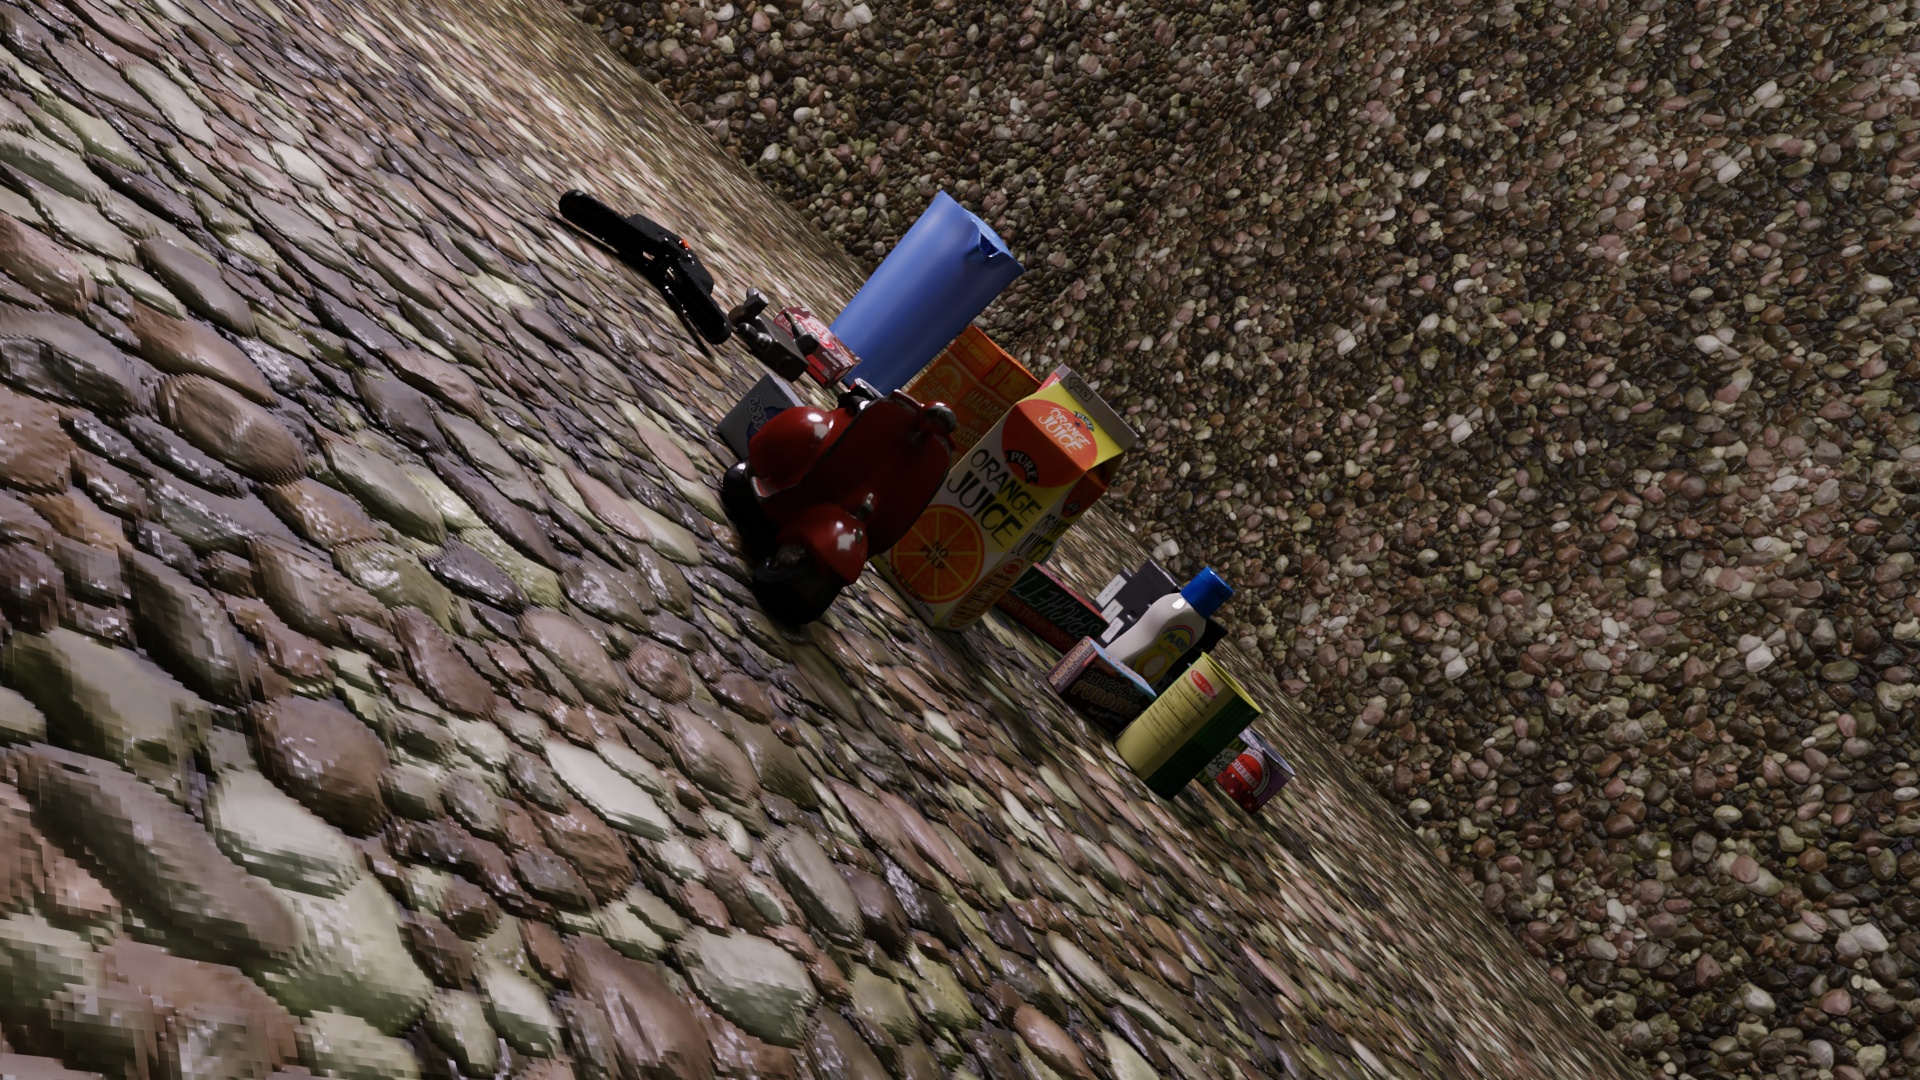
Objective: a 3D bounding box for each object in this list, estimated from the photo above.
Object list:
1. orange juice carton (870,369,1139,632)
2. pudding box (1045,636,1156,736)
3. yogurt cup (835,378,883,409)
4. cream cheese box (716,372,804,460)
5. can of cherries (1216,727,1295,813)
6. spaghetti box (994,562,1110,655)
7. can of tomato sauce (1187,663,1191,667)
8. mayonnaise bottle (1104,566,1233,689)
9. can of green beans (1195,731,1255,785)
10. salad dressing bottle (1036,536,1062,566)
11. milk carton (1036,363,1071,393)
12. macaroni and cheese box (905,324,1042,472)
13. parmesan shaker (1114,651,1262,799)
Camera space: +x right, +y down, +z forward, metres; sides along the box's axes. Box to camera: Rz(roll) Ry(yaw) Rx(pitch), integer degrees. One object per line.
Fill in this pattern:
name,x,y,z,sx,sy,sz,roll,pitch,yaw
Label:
orange juice carton,0.035,-0.028,0.975,0.072,0.192,0.073,47,8,18
pudding box,0.115,0.119,1.134,0.083,0.049,0.030,38,10,-37
yogurt cup,-0.087,-0.106,1.264,0.072,0.054,0.072,43,8,-7
cream cheese box,-0.111,-0.057,0.904,0.104,0.053,0.024,49,9,28
can of cherries,0.291,0.231,1.393,0.071,0.058,0.071,43,8,-7
spaghetti box,0.045,0.035,1.209,0.249,0.050,0.029,36,11,-43
can of tomato sauce,0.192,0.159,1.187,0.071,0.083,0.071,43,8,-7
mayonnaise bottle,0.196,0.089,1.328,0.064,0.148,0.041,38,10,-37
can of green beans,0.232,0.189,1.317,0.071,0.057,0.071,43,8,-7
salad dressing bottle,0.084,-0.024,1.351,0.064,0.147,0.044,43,8,-9
milk carton,0.066,-0.096,1.471,0.072,0.190,0.073,44,8,-4
macaroni and cheese box,-0.020,-0.087,1.095,0.040,0.166,0.124,46,8,15
parmesan shaker,0.180,0.148,1.115,0.071,0.103,0.071,43,8,-7
